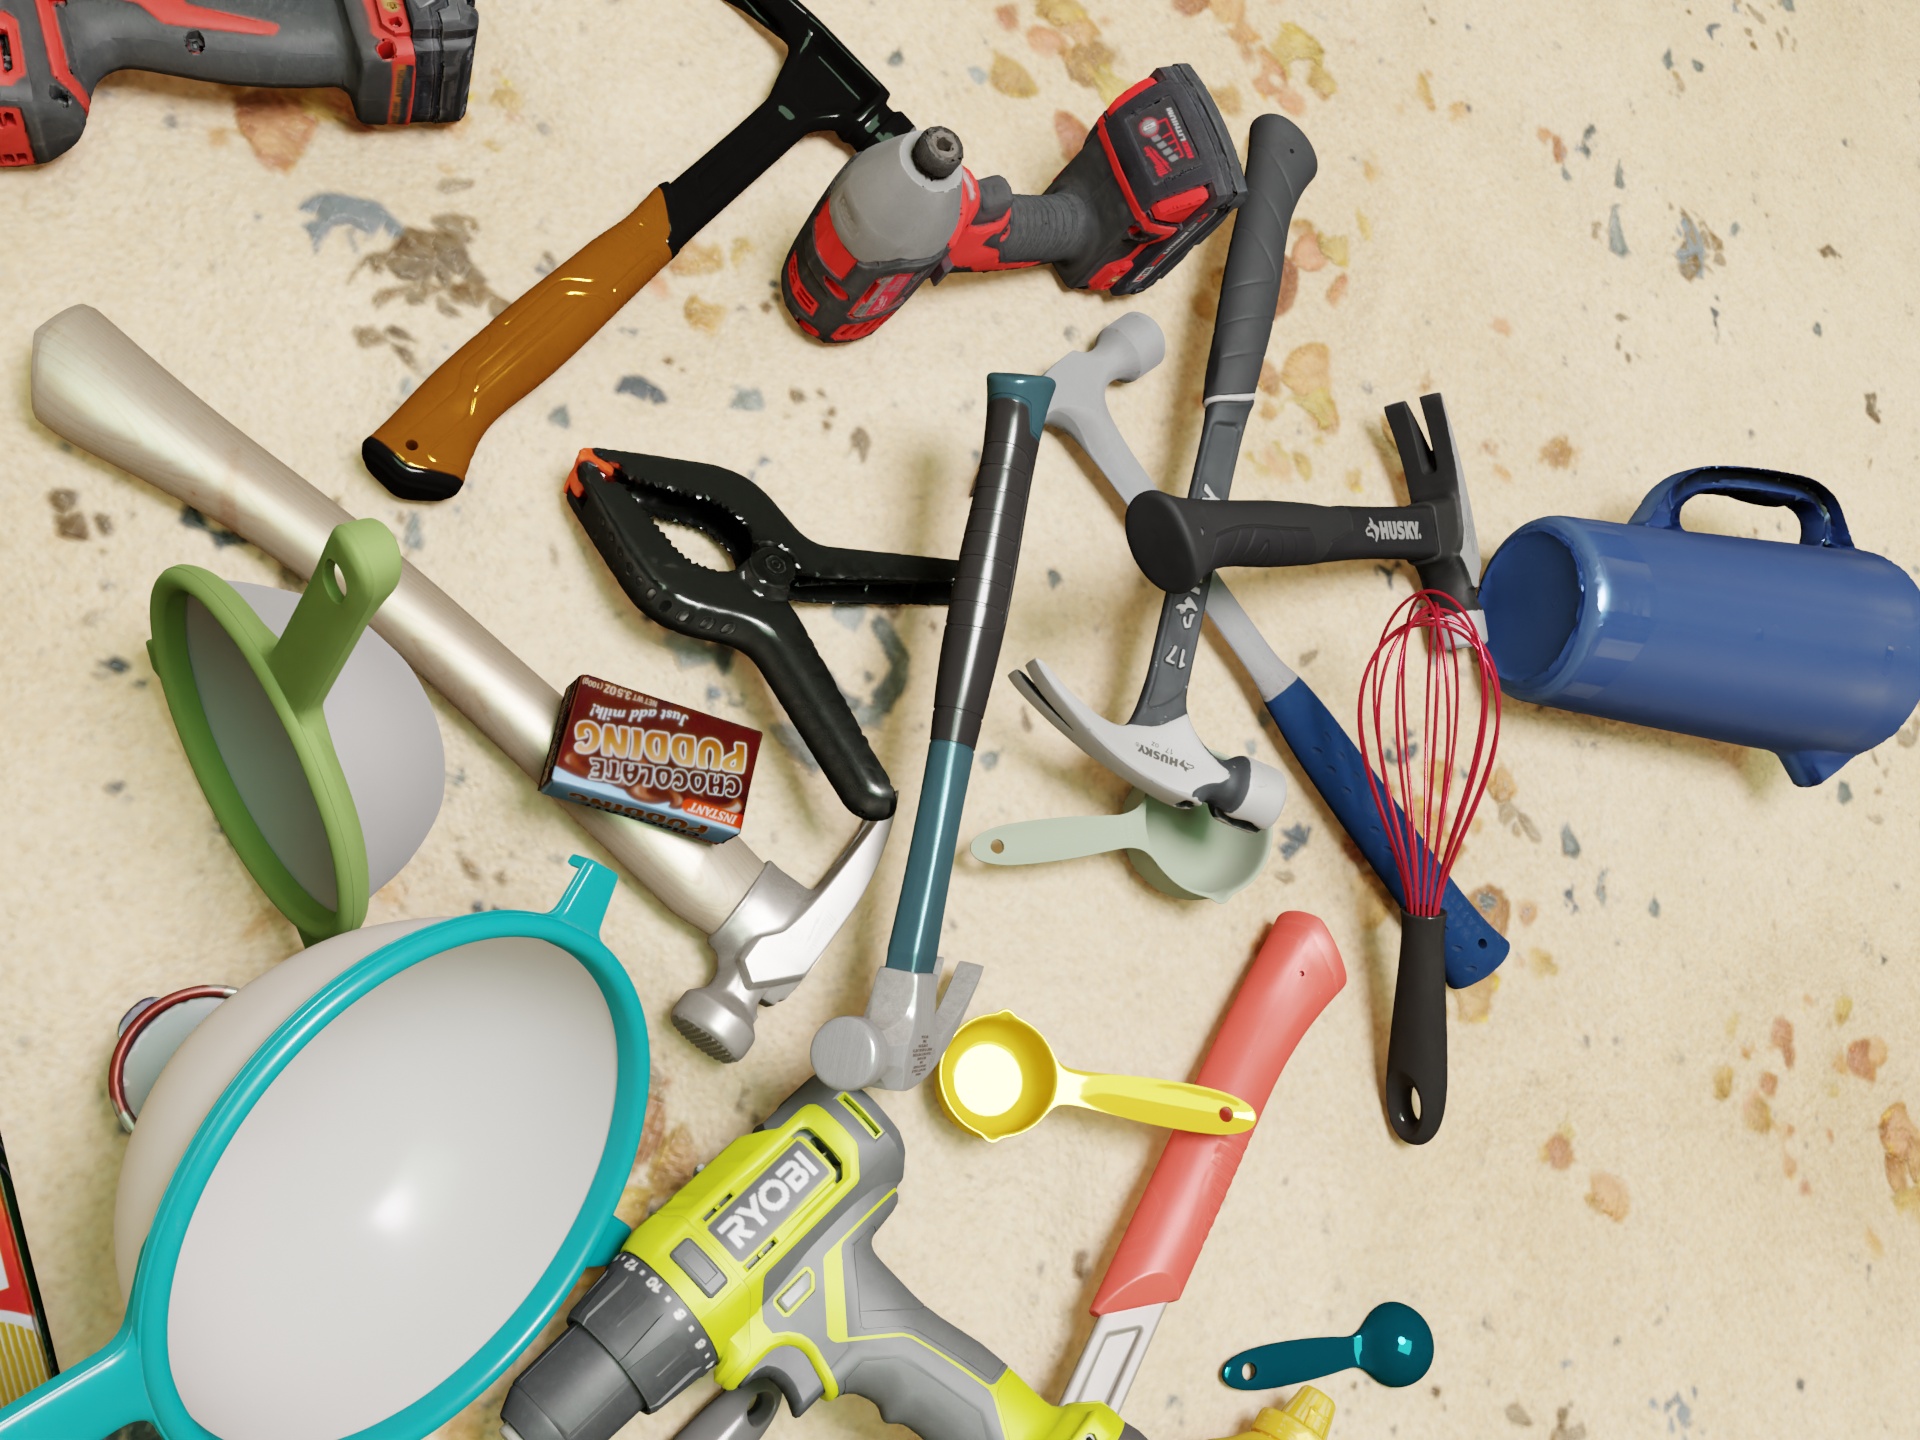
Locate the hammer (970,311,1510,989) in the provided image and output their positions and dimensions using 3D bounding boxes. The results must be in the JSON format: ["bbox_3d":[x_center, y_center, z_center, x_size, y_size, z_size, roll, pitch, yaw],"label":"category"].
[{"bbox_3d":[0.163,-0.022,0.859,0.144,0.035,0.405,-39,96,-27],"label":"hammer"}]

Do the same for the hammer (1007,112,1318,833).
[{"bbox_3d":[0.133,-0.153,0.837,0.149,0.036,0.409,22,68,-19],"label":"hammer"}]

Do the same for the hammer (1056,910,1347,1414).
[{"bbox_3d":[0.089,0.238,0.753,0.149,0.036,0.359,29,62,6],"label":"hammer"}]

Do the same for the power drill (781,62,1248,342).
[{"bbox_3d":[0.028,-0.258,0.794,0.219,0.143,0.078,-20,84,-29],"label":"power drill"}]

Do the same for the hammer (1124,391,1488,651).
[{"bbox_3d":[0.185,-0.101,0.809,0.334,0.035,0.146,-8,90,-50],"label":"hammer"}]

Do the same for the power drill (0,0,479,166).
[{"bbox_3d":[-0.340,-0.338,0.683,0.226,0.080,0.188,-13,83,-24],"label":"power drill"}]

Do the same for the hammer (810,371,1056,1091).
[{"bbox_3d":[-0.001,-0.002,0.711,0.033,0.128,0.331,8,81,17],"label":"hammer"}]

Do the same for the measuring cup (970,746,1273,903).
[{"bbox_3d":[0.077,0.058,0.802,0.167,0.038,0.083,-5,79,-21],"label":"measuring cup"}]

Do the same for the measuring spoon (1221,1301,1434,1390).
[{"bbox_3d":[0.189,0.320,0.798,0.128,0.021,0.042,2,77,-26],"label":"measuring spoon"}]

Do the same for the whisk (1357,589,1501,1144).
[{"bbox_3d":[0.240,0.080,0.821,0.073,0.073,0.295,-6,102,-26],"label":"whisk"}]

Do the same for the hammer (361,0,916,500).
[{"bbox_3d":[-0.162,-0.231,0.760,0.127,0.034,0.337,43,65,-11],"label":"hammer"}]

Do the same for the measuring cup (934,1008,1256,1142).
[{"bbox_3d":[0.063,0.178,0.754,0.156,0.029,0.062,12,68,-10],"label":"measuring cup"}]

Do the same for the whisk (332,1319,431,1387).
[{"bbox_3d":[-0.306,0.293,0.569,0.246,0.058,0.059,-27,125,-30],"label":"whisk"}]

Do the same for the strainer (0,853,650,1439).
[{"bbox_3d":[-0.257,0.175,0.532,0.340,0.095,0.210,-28,129,-48],"label":"strainer"}]

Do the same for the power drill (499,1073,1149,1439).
[{"bbox_3d":[-0.048,0.280,0.636,0.228,0.080,0.190,43,57,13],"label":"power drill"}]

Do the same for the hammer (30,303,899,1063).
[{"bbox_3d":[-0.212,-0.034,0.690,0.410,0.038,0.146,41,63,-10],"label":"hammer"}]

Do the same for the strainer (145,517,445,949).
[{"bbox_3d":[-0.216,-0.015,0.567,0.069,0.256,0.151,-27,86,-38],"label":"strainer"}]

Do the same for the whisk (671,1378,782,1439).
[{"bbox_3d":[-0.159,0.347,0.623,0.239,0.055,0.055,-40,96,-31],"label":"whisk"}]
